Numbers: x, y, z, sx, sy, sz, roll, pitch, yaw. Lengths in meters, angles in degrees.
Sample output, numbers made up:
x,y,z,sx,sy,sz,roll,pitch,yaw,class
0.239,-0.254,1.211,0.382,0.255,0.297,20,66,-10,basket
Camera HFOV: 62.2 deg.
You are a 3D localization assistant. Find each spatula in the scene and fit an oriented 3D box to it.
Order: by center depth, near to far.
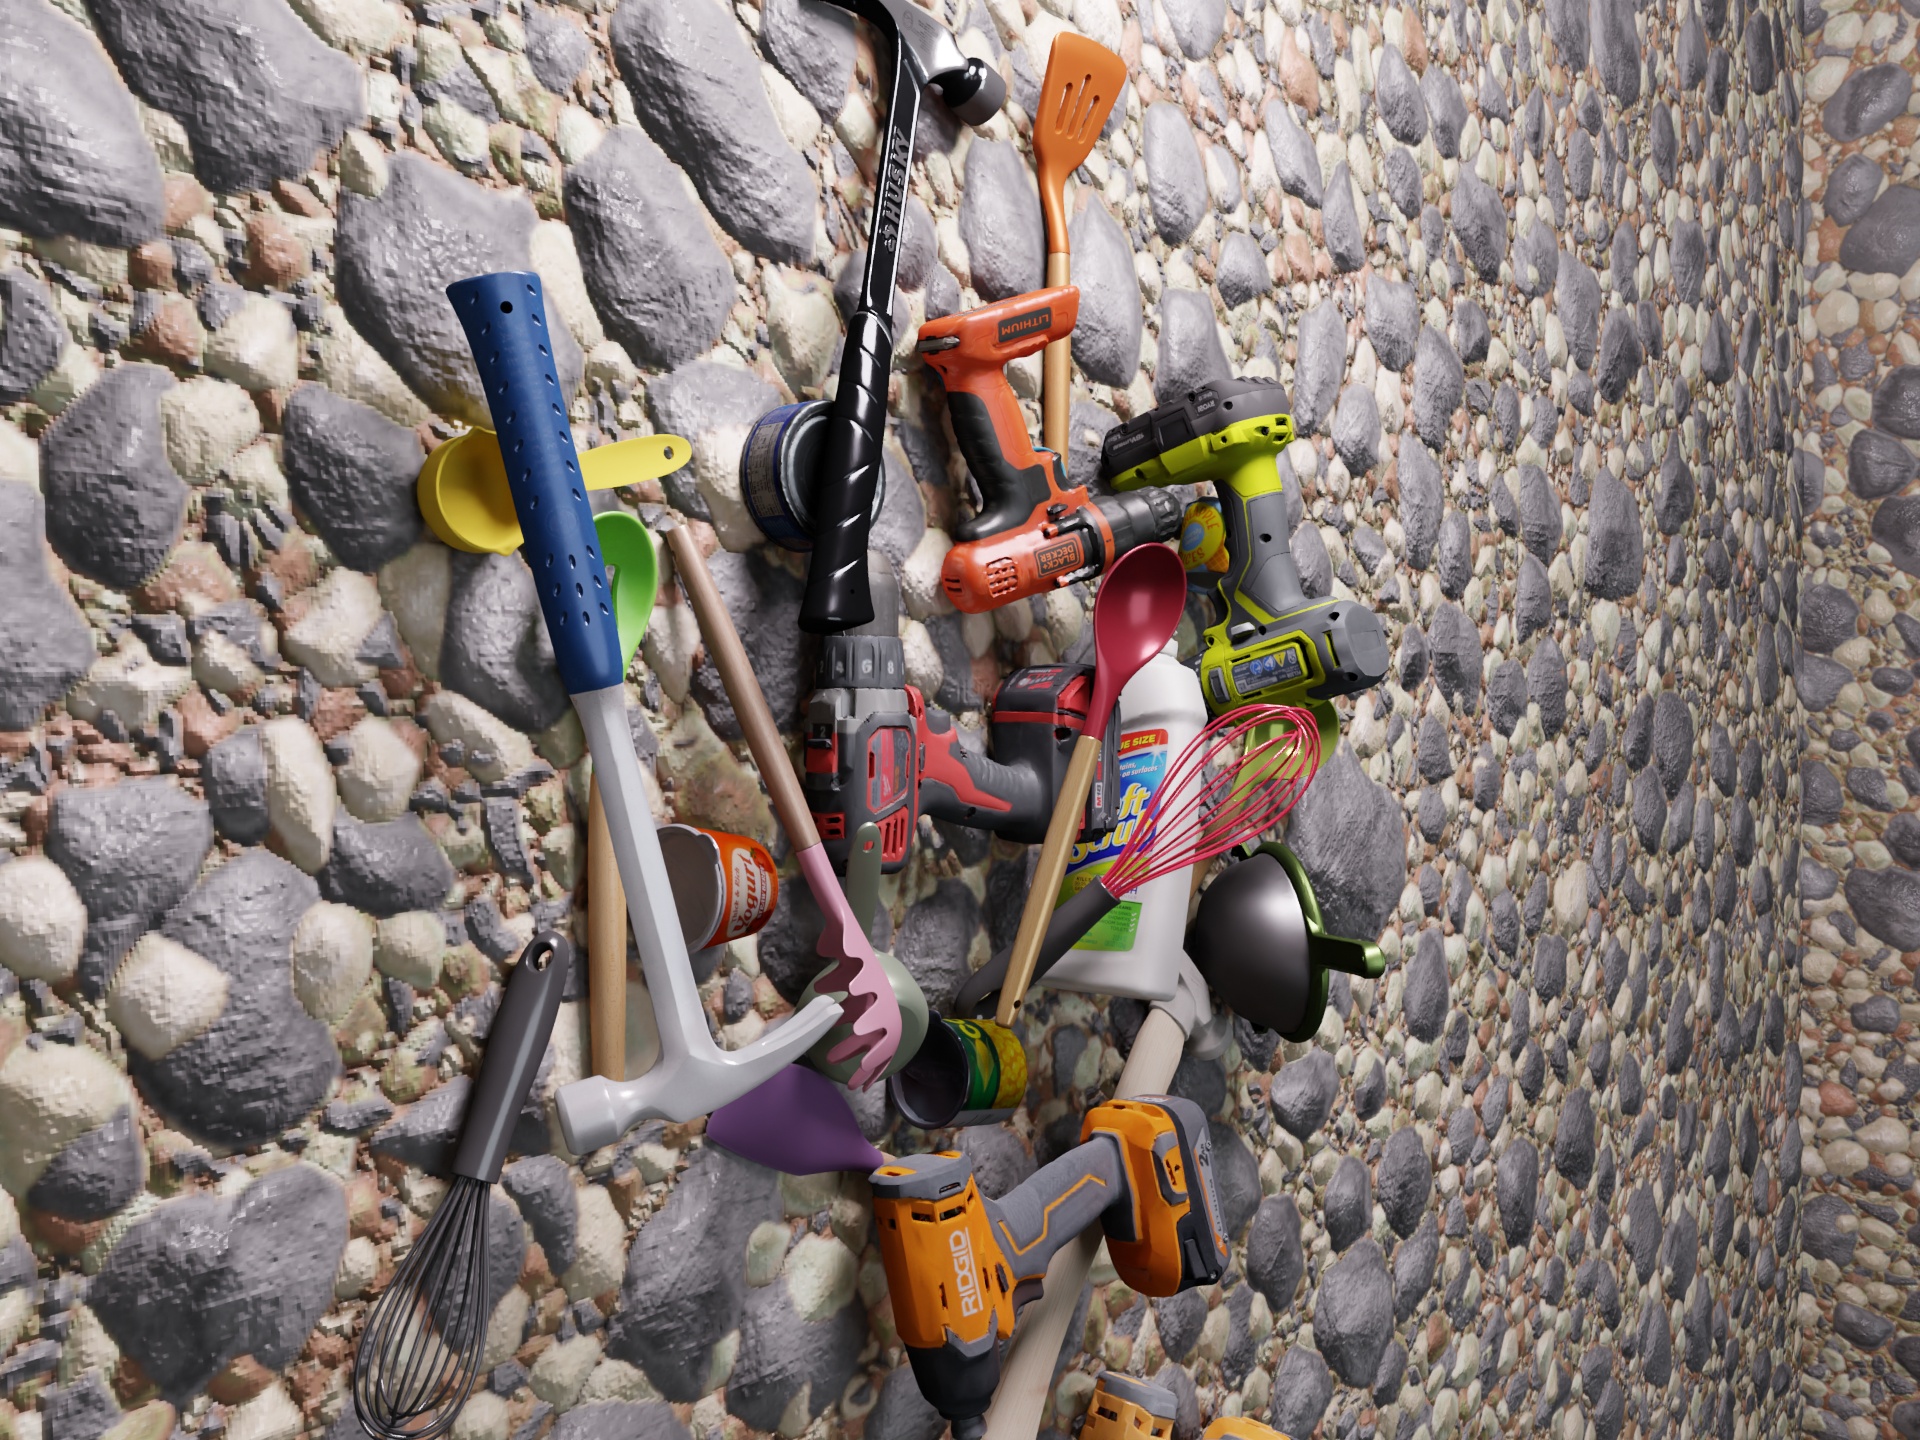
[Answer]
x,y,z,sx,sy,sz,roll,pitch,yaw,class
-0.035,0.277,0.978,0.315,0.018,0.060,39,77,-41,spatula
0.073,-0.292,1.077,0.081,0.041,0.322,-1,92,-49,spatula

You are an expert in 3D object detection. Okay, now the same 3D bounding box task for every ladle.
x,y,z,sx,sy,sz,roll,pitch,yaw,class
0.074,0.036,0.977,0.069,0.031,0.315,28,74,-33,ladle
0.204,0.079,1.190,0.078,0.062,0.320,59,45,-19,ladle

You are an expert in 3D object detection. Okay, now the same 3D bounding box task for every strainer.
x,y,z,sx,sy,sz,roll,pitch,yaw,class
0.223,0.165,1.138,0.069,0.256,0.151,-5,87,-9,strainer

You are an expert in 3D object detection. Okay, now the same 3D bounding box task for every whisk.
x,y,z,sx,sy,sz,roll,pitch,yaw,class
-0.226,0.214,0.749,0.055,0.055,0.239,33,63,-43,whisk
0.108,0.093,1.004,0.296,0.073,0.073,-42,130,8,whisk

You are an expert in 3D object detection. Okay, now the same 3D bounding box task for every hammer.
x,y,z,sx,sy,sz,roll,pitch,yaw,class
-0.164,-0.006,0.753,0.144,0.035,0.405,-15,99,-20,hammer
-0.051,-0.240,0.906,0.149,0.036,0.409,24,64,-43,hammer
0.080,0.331,1.071,0.146,0.038,0.411,54,49,-32,hammer

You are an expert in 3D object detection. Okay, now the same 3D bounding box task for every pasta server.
x,y,z,sx,sy,sz,roll,pitch,yaw,class
-0.099,0.046,0.853,0.040,0.060,0.316,-23,92,-25,pasta server

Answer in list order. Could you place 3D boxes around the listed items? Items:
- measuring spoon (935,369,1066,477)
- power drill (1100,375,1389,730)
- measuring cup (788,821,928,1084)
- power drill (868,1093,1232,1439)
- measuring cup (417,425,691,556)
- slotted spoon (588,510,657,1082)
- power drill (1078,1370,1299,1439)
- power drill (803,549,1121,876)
x,y,z,sx,sy,sz,roll,pitch,yaw,class
0.021,-0.188,1.043,0.128,0.021,0.042,45,72,-28,measuring spoon
0.180,-0.106,1.113,0.080,0.190,0.228,-12,85,-47,power drill
-0.051,0.136,0.898,0.083,0.038,0.167,-10,122,-26,measuring cup
0.057,0.328,0.975,0.226,0.084,0.164,-8,86,-35,power drill
-0.199,-0.121,0.790,0.156,0.029,0.062,-25,108,-48,measuring cup
-0.182,0.052,0.809,0.070,0.031,0.314,-5,96,-54,slotted spoon
0.154,0.584,1.149,0.226,0.084,0.185,32,67,-39,power drill
-0.002,-0.003,0.975,0.226,0.080,0.188,1,89,-45,power drill
